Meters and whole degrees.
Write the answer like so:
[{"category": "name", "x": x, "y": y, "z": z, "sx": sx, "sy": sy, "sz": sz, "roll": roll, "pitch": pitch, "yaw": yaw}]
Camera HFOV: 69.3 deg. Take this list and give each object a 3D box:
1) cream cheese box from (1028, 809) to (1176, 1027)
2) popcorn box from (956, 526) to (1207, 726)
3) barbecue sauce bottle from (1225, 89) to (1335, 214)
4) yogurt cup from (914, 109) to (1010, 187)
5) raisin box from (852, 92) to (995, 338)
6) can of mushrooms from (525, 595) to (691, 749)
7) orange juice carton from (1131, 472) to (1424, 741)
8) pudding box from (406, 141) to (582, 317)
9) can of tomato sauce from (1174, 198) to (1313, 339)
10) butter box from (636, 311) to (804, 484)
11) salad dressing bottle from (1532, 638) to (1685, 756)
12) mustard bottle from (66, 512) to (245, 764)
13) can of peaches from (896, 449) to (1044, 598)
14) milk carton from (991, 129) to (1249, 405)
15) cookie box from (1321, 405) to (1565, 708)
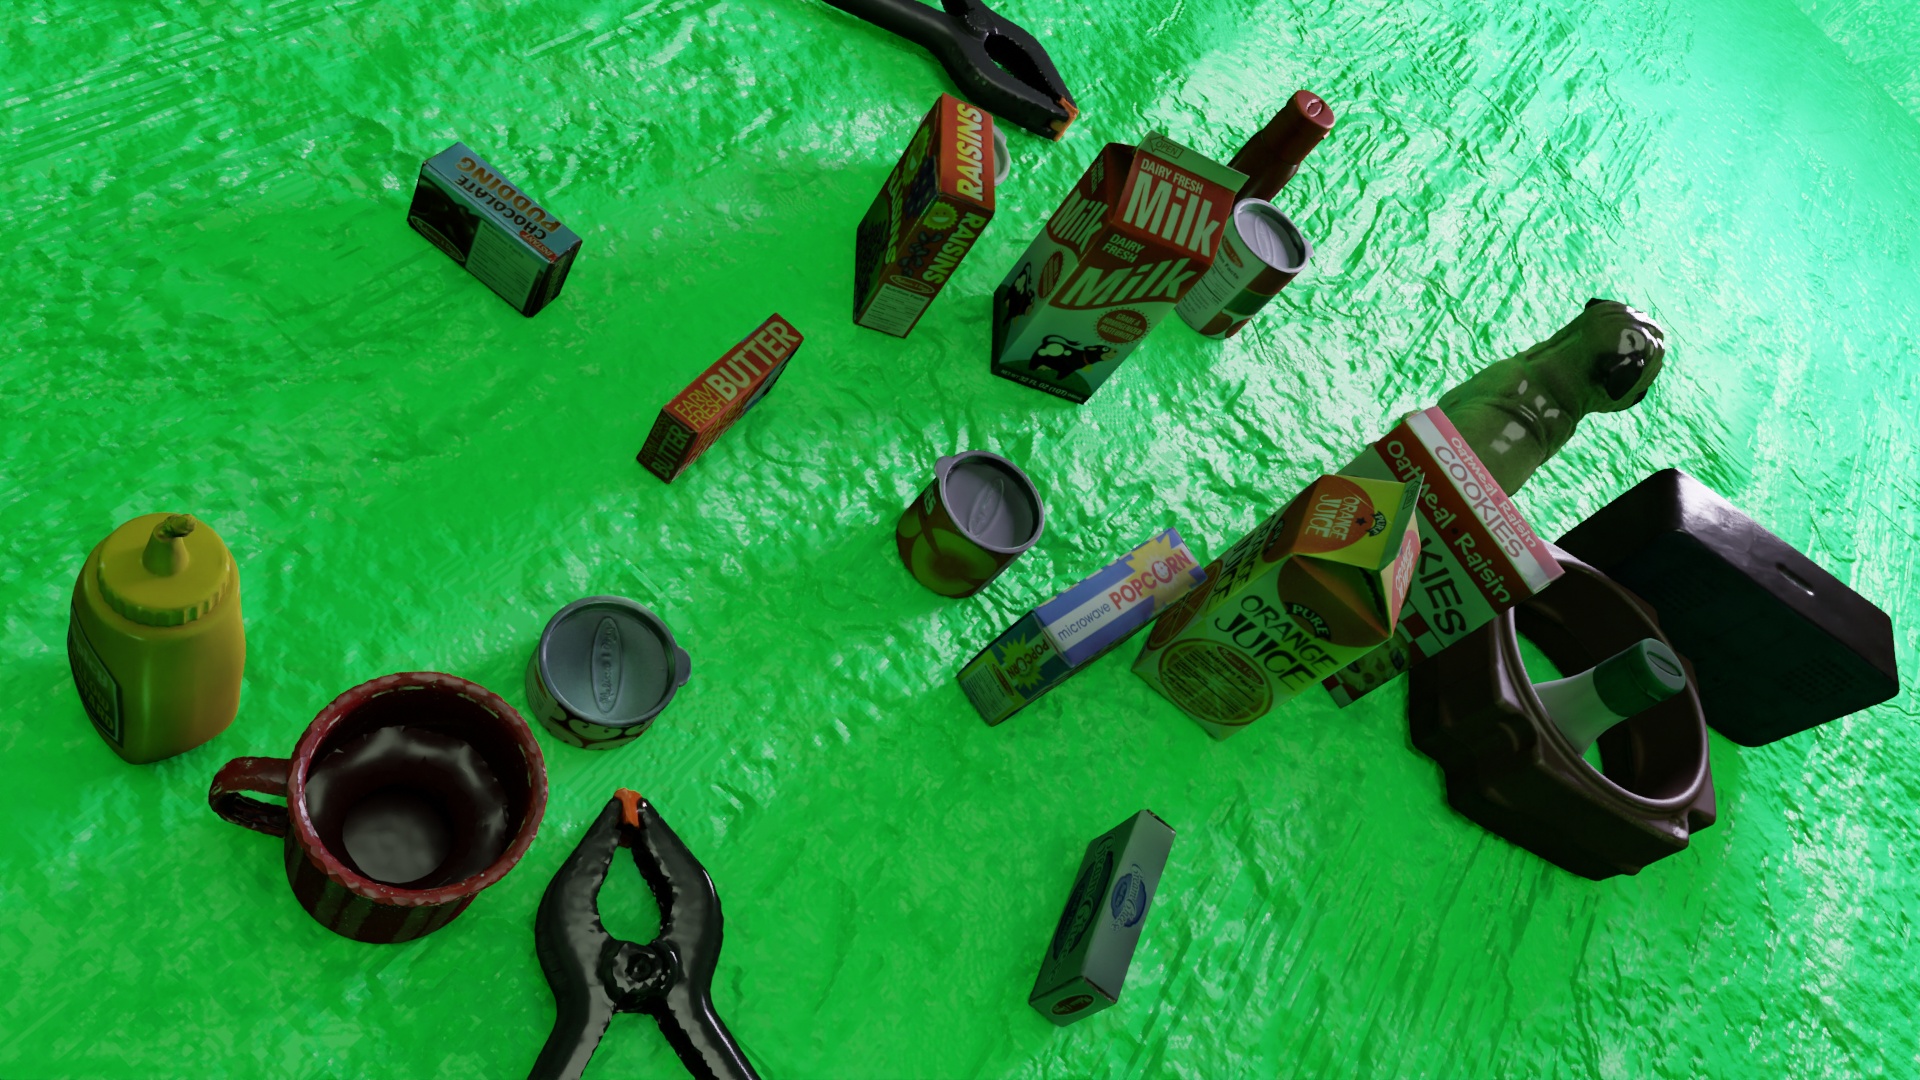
[{"category": "cream cheese box", "x": 0.072, "y": 0.189, "z": 0.699, "sx": 0.024, "sy": 0.053, "sz": 0.104, "roll": 36, "pitch": 48, "yaw": -7}, {"category": "popcorn box", "x": 0.068, "y": 0.047, "z": 0.768, "sx": 0.127, "sy": 0.084, "sz": 0.038, "roll": -27, "pitch": 78, "yaw": -40}, {"category": "barbecue sauce bottle", "x": 0.213, "y": -0.265, "z": 1.021, "sx": 0.043, "sy": 0.147, "sz": 0.065, "roll": 44, "pitch": 48, "yaw": 0}, {"category": "yogurt cup", "x": -0.008, "y": -0.249, "z": 0.936, "sx": 0.072, "sy": 0.053, "sz": 0.073, "roll": 16, "pitch": 54, "yaw": -23}, {"category": "raisin box", "x": -0.024, "y": -0.195, "z": 0.845, "sx": 0.040, "sy": 0.122, "sz": 0.086, "roll": 16, "pitch": 54, "yaw": -23}, {"category": "can of mushrooms", "x": -0.165, "y": 0.062, "z": 0.649, "sx": 0.071, "sy": 0.033, "sz": 0.071, "roll": 16, "pitch": 54, "yaw": -23}, {"category": "orange juice carton", "x": 0.186, "y": 0.032, "z": 0.779, "sx": 0.073, "sy": 0.191, "sz": 0.072, "roll": 39, "pitch": 48, "yaw": -4}, {"category": "pudding box", "x": -0.247, "y": -0.164, "z": 0.736, "sx": 0.083, "sy": 0.049, "sz": 0.030, "roll": 38, "pitch": 48, "yaw": -5}, {"category": "can of tomato sauce", "x": 0.203, "y": -0.196, "z": 1.013, "sx": 0.071, "sy": 0.082, "sz": 0.071, "roll": 16, "pitch": 54, "yaw": -23}, {"category": "butter box", "x": -0.129, "y": -0.077, "z": 0.750, "sx": 0.024, "sy": 0.053, "sz": 0.104, "roll": 41, "pitch": 48, "yaw": -2}, {"category": "salad dressing bottle", "x": 0.386, "y": 0.110, "z": 0.882, "sx": 0.064, "sy": 0.147, "sz": 0.044, "roll": 30, "pitch": 49, "yaw": -12}, {"category": "mustard bottle", "x": -0.293, "y": 0.029, "z": 0.506, "sx": 0.049, "sy": 0.159, "sz": 0.065, "roll": -27, "pitch": 77, "yaw": -40}, {"category": "can of peaches", "x": 0.003, "y": -0.010, "z": 0.783, "sx": 0.071, "sy": 0.057, "sz": 0.071, "roll": 16, "pitch": 54, "yaw": -23}, {"category": "milk carton", "x": 0.093, "y": -0.173, "z": 0.858, "sx": 0.072, "sy": 0.189, "sz": 0.074, "roll": 18, "pitch": 53, "yaw": -22}, {"category": "cookie box", "x": 0.263, "y": 0.013, "z": 0.856, "sx": 0.040, "sy": 0.166, "sz": 0.123, "roll": -23, "pitch": 75, "yaw": -40}]
